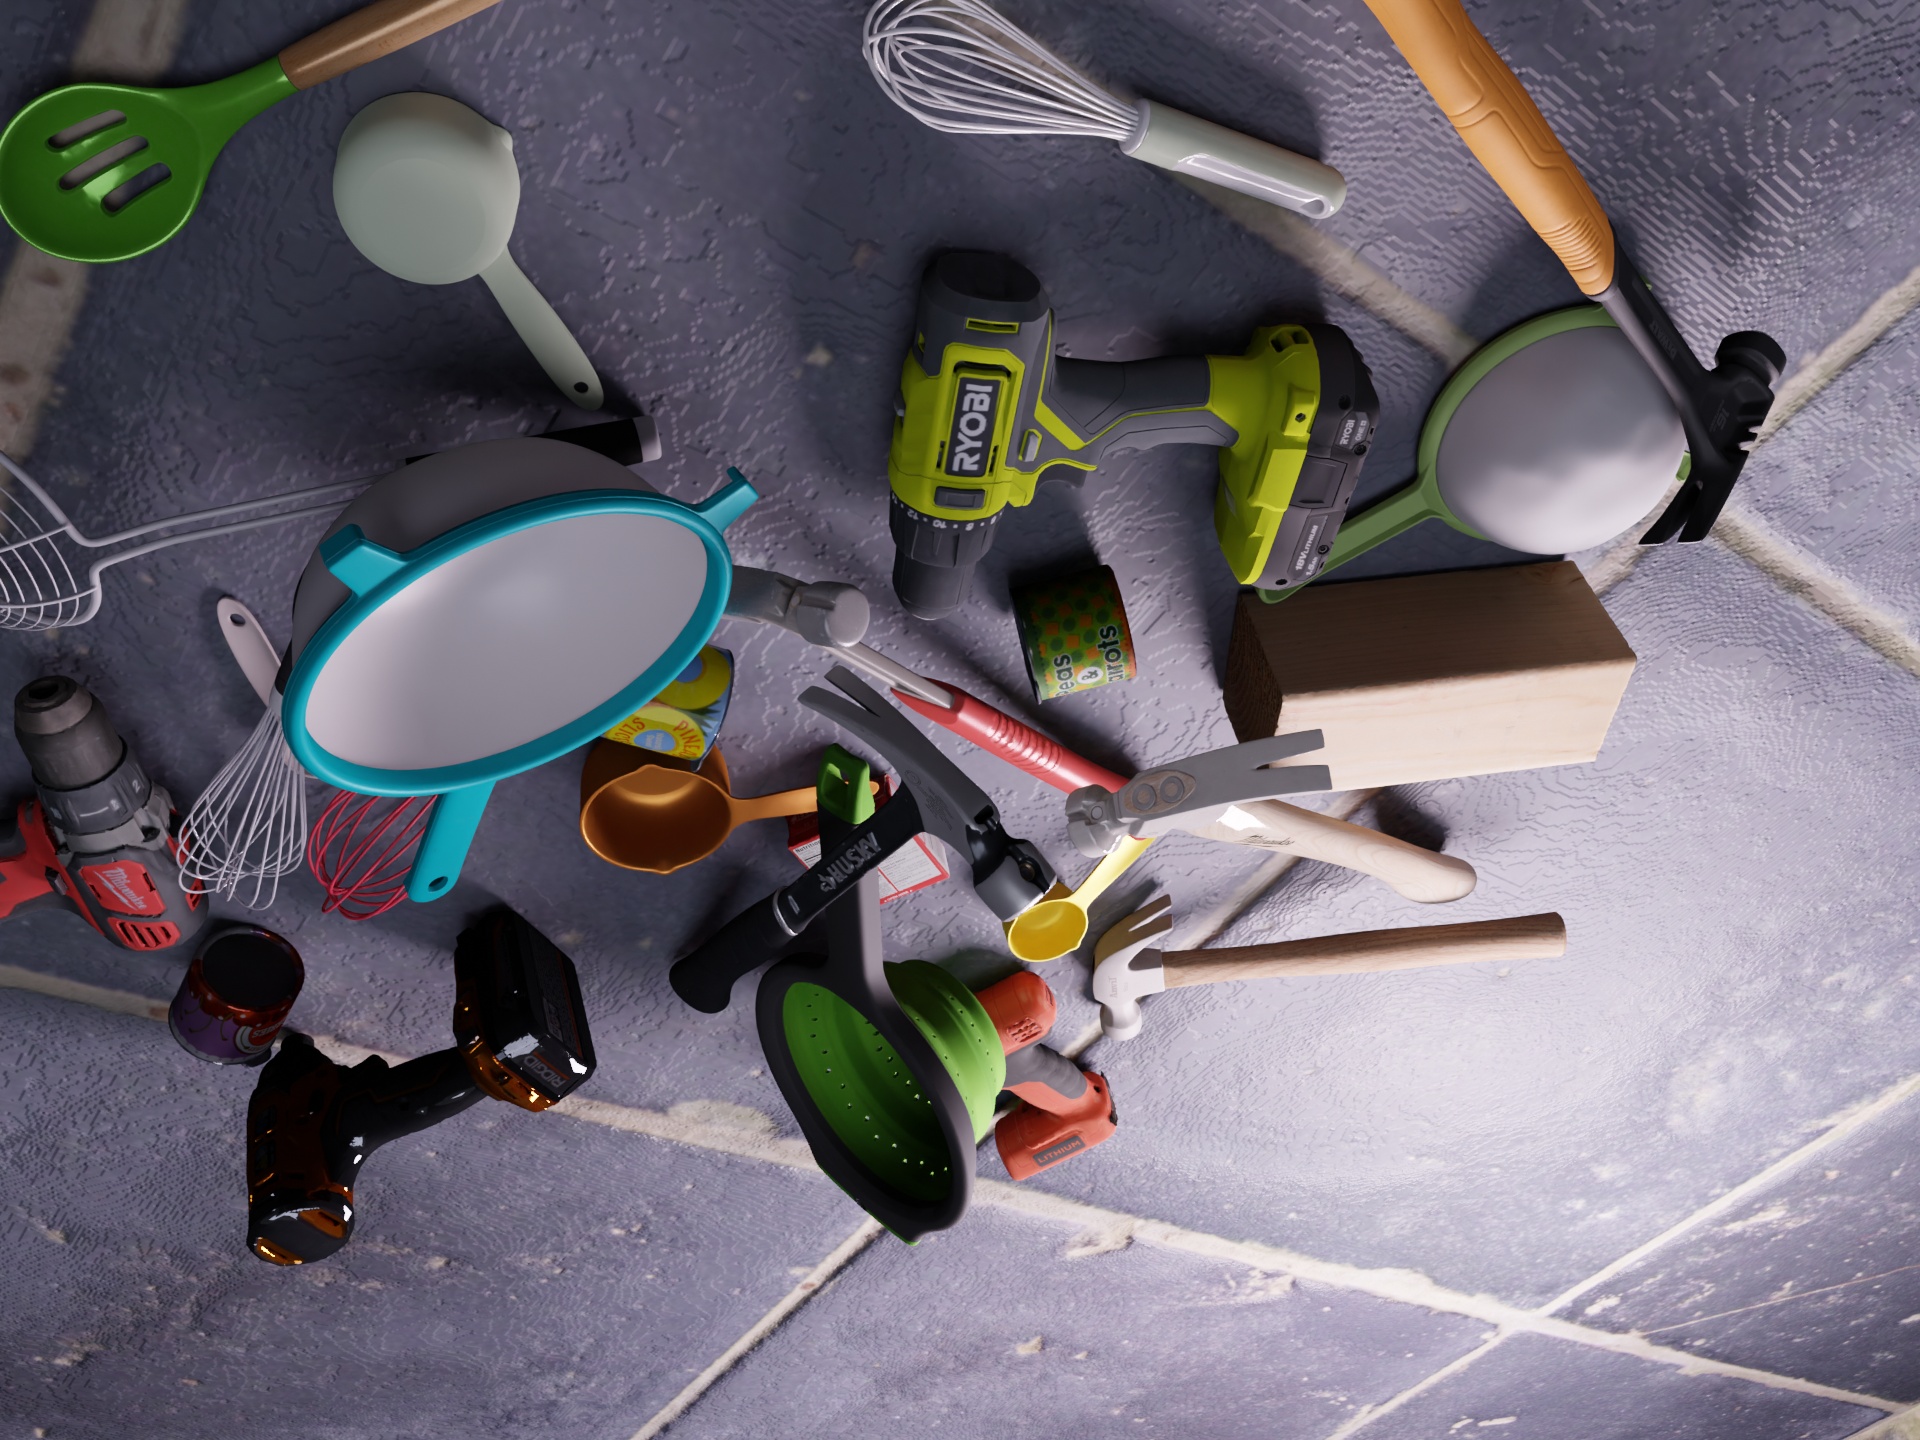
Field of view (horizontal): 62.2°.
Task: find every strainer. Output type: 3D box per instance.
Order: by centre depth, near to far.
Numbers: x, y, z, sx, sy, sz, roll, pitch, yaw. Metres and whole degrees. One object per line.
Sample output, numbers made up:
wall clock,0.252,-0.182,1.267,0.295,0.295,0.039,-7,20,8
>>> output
strainer,-0.245,-0.027,0.778,0.211,0.095,0.340,-17,156,-38
strainer,0.284,-0.117,0.867,0.256,0.069,0.151,-28,132,13

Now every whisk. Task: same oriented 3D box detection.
whisk,0.070,-0.263,0.700,0.246,0.059,0.058,9,169,-25
whisk,-0.353,0.008,0.828,0.070,0.070,0.284,16,133,-25
whisk,-0.270,0.013,0.885,0.296,0.073,0.073,-42,128,19

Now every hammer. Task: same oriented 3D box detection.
hammer,0.282,-0.226,0.742,0.336,0.034,0.127,39,72,-29
hammer,-0.095,0.100,0.910,0.149,0.036,0.409,49,145,0
hammer,-0.001,-0.003,0.912,0.358,0.149,0.037,29,78,-43
hammer,0.235,0.072,0.961,0.146,0.038,0.410,-18,159,34
hammer,0.258,0.165,1.129,0.331,0.031,0.129,-6,134,6

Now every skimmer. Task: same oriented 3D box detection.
skimmer,-0.331,-0.120,0.762,0.363,0.090,0.127,-14,139,-13

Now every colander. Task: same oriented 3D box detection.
colander,-0.038,0.162,1.010,0.094,0.205,0.396,-31,137,-35

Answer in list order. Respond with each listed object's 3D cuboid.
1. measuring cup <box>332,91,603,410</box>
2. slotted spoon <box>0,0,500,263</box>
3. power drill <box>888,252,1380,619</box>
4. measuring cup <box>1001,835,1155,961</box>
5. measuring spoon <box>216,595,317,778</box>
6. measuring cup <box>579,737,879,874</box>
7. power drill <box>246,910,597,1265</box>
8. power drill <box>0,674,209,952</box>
measuring cup,-0.209,-0.195,0.708,0.083,0.038,0.167,-24,131,11
slotted spoon,-0.245,-0.270,0.639,0.314,0.031,0.070,-22,134,7
power drill,0.076,-0.129,0.806,0.228,0.080,0.190,3,130,-11
measuring cup,0.088,0.100,1.071,0.062,0.029,0.156,32,108,-35
measuring spoon,-0.369,-0.019,0.864,0.034,0.018,0.124,-10,128,4
measuring cup,-0.137,0.035,0.938,0.173,0.052,0.095,-8,135,-10
power drill,-0.354,0.220,1.012,0.226,0.164,0.084,-33,132,2
power drill,-0.546,0.063,0.861,0.226,0.080,0.187,-7,134,-9
